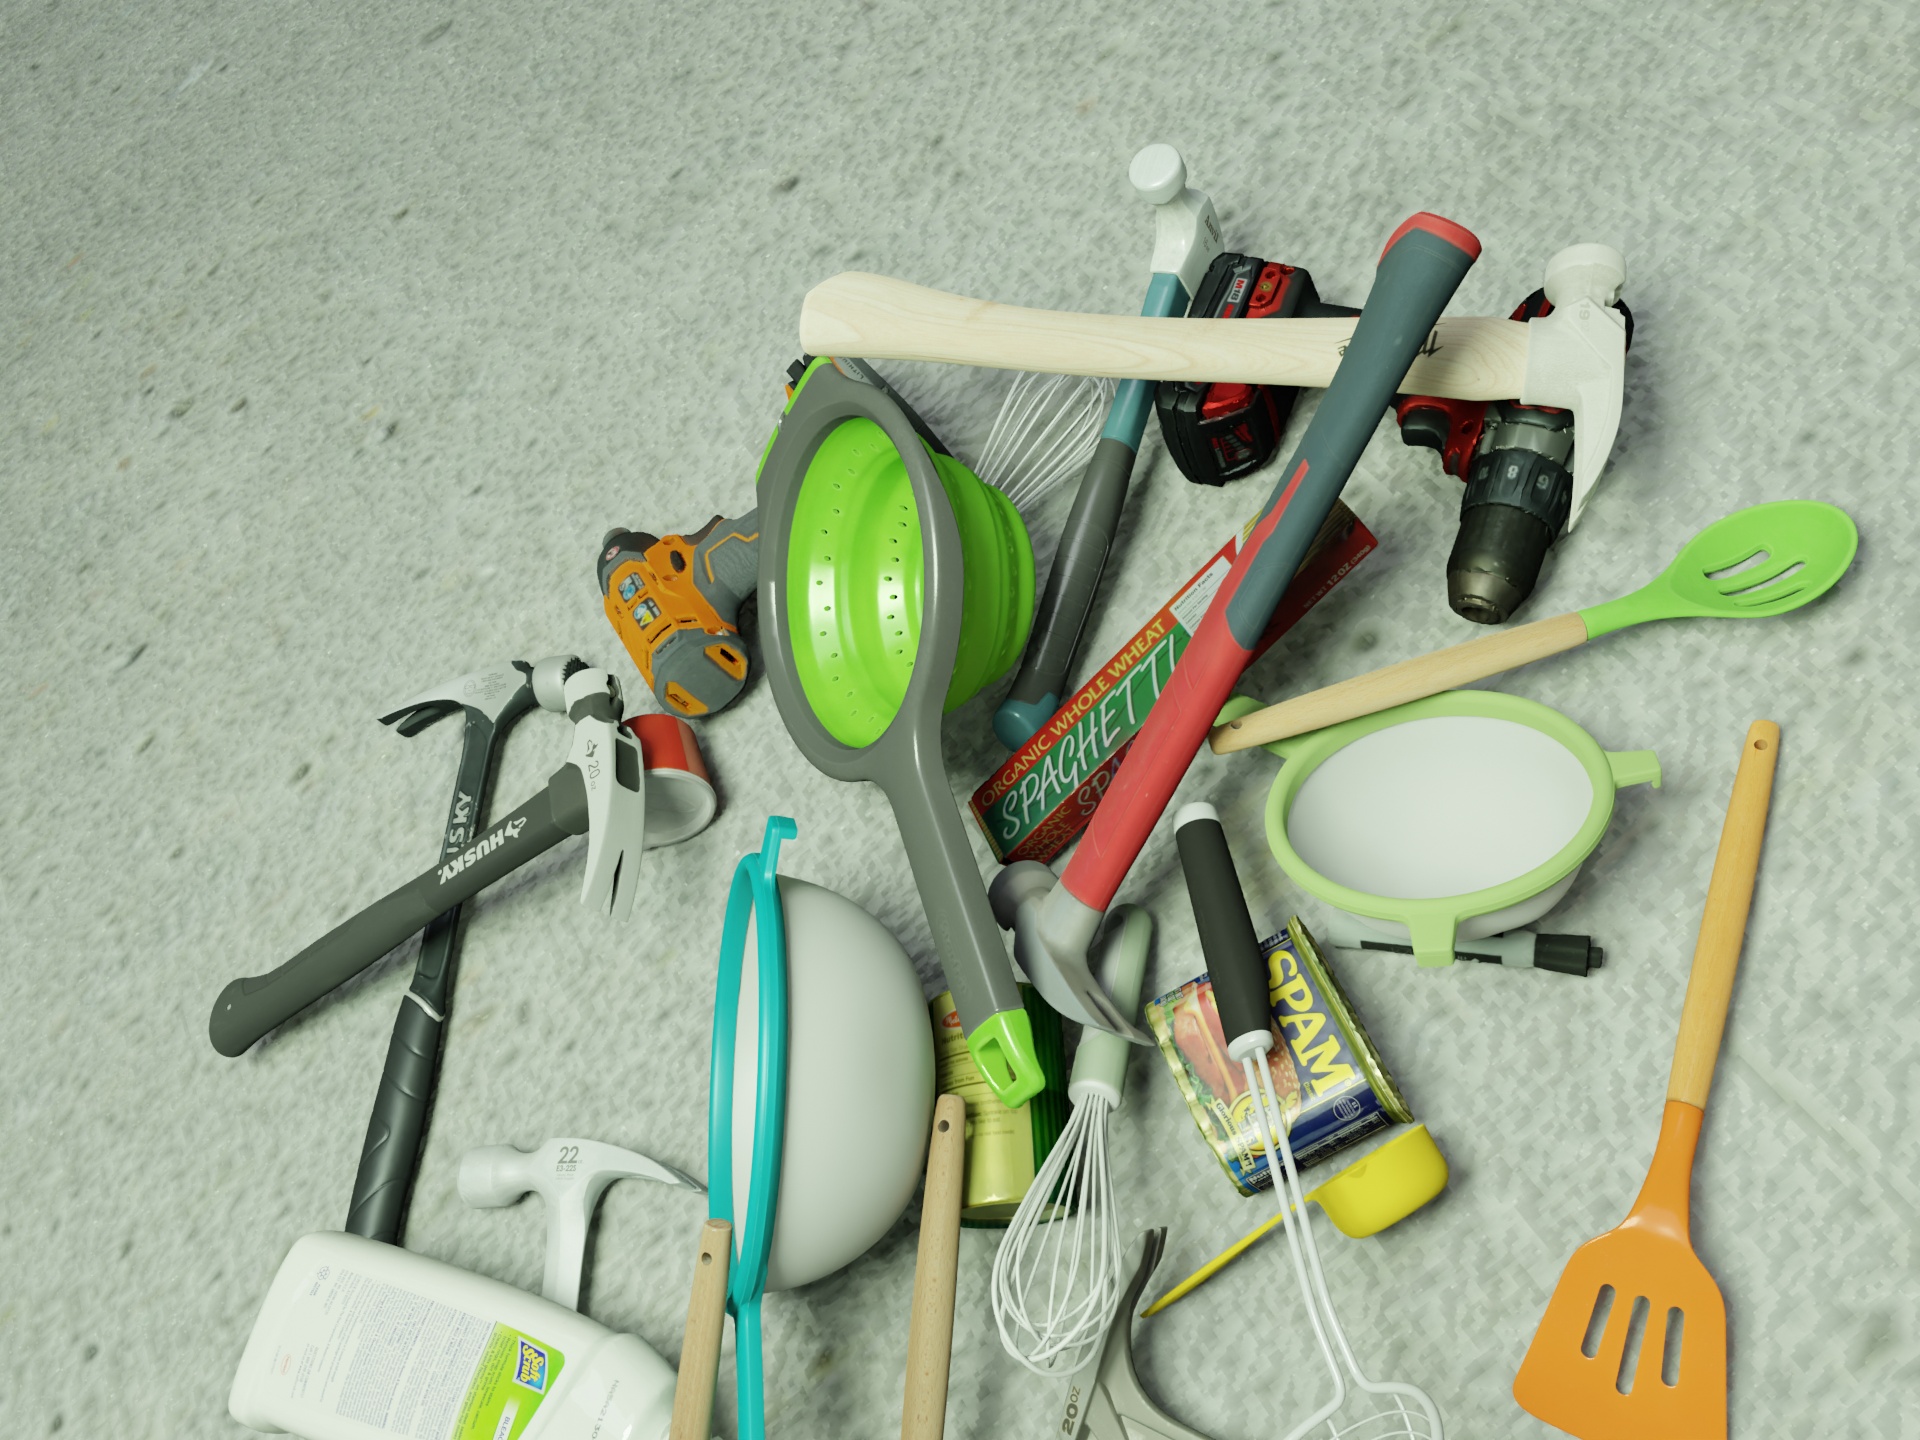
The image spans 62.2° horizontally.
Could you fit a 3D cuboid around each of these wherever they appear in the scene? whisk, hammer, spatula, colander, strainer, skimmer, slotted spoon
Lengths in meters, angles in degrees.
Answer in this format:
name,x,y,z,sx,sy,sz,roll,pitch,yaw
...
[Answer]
name,x,y,z,sx,sy,sz,roll,pitch,yaw
whisk,0.003,-0.108,0.931,0.070,0.070,0.284,36,88,34
hammer,-0.203,0.406,0.766,0.144,0.035,0.406,-10,61,20
hammer,0.115,-0.180,0.800,0.411,0.038,0.146,6,66,14
spatula,-0.015,0.325,0.687,0.082,0.044,0.318,-2,73,26
hammer,0.132,-0.043,0.716,0.386,0.038,0.143,-62,24,9
colander,-0.001,-0.003,0.801,0.204,0.094,0.397,-52,49,47
strainer,0.191,0.040,0.767,0.151,0.069,0.257,-35,34,-19
whisk,0.058,0.177,0.718,0.057,0.059,0.246,-40,21,40
hammer,-0.322,0.151,0.952,0.149,0.036,0.409,-6,63,23
hammer,0.083,-0.139,0.883,0.033,0.128,0.331,14,80,30
spatula,-0.127,0.370,0.688,0.060,0.018,0.316,10,94,23
hammer,0.204,0.332,0.608,0.359,0.036,0.149,16,86,28
hammer,-0.313,0.111,0.915,0.335,0.035,0.146,-32,53,19
skimmer,0.108,0.183,0.634,0.127,0.090,0.364,-48,39,41
slotted spoon,0.267,-0.037,0.752,0.314,0.031,0.070,-18,41,1
spatula,0.313,0.145,0.678,0.081,0.041,0.323,11,66,28
strainer,-0.059,0.226,0.726,0.095,0.211,0.341,3,61,-14

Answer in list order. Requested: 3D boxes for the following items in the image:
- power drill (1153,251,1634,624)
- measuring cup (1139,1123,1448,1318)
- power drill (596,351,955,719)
name,x,y,z,sx,sy,sz,roll,pitch,yaw
power drill,0.221,-0.154,0.843,0.227,0.080,0.188,16,72,27
measuring cup,0.146,0.230,0.698,0.156,0.062,0.029,-39,71,15
power drill,-0.127,-0.126,0.979,0.226,0.084,0.164,-43,49,3
